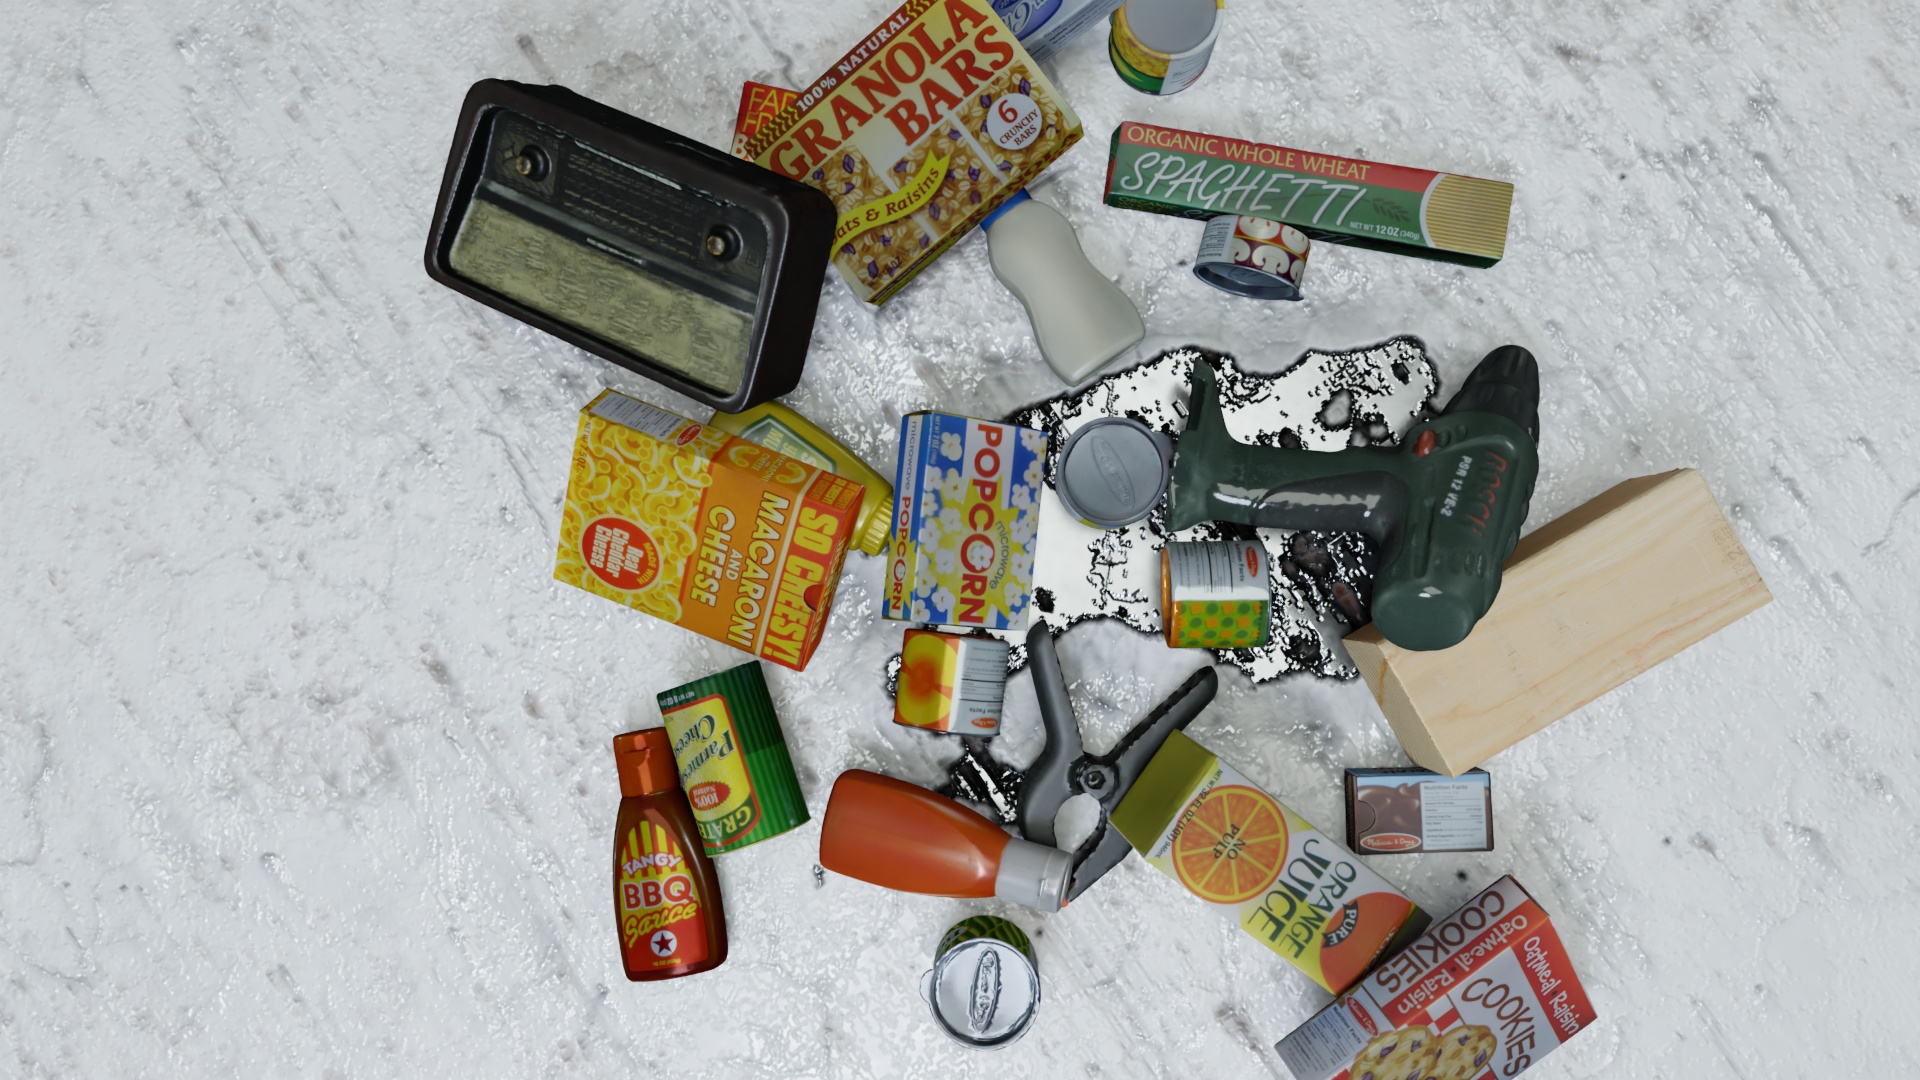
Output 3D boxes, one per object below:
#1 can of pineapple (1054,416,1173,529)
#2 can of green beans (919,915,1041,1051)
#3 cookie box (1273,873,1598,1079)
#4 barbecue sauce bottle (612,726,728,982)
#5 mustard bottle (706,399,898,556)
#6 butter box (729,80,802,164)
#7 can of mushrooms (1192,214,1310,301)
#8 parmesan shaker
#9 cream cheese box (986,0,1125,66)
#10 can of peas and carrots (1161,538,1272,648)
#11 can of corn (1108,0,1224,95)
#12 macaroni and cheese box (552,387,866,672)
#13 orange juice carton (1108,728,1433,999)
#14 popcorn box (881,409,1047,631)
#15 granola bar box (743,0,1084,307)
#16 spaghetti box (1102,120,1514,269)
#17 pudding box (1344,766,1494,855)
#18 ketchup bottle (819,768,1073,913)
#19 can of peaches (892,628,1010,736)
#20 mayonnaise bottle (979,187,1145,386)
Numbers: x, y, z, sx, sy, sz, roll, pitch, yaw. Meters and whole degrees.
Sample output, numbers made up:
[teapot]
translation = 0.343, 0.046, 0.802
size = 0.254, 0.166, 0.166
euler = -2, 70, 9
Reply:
[can of pineapple]
translation = 0.093, -0.040, 0.848
size = 0.071, 0.058, 0.071
euler = 0, 88, 1
[can of green beans]
translation = 0.015, 0.265, 0.836
size = 0.071, 0.058, 0.071
euler = 0, 88, 2
[cookie box]
translation = 0.278, 0.283, 0.806
size = 0.167, 0.040, 0.122
euler = -36, 126, 0
[barbecue sauce bottle]
translation = -0.184, 0.190, 0.853
size = 0.065, 0.043, 0.148
euler = -10, 87, 4
[mustard bottle]
translation = -0.084, -0.032, 0.857
size = 0.160, 0.049, 0.065
euler = 30, 94, 3
[butter box]
translation = -0.092, -0.253, 0.880
size = 0.103, 0.024, 0.053
euler = 13, 89, 2
[can of mushrooms]
translation = 0.180, -0.172, 0.849
size = 0.071, 0.071, 0.033
euler = 15, 87, 2
[parmesan shaker]
translation = -0.140, 0.132, 0.844
size = 0.071, 0.071, 0.103
euler = -19, 87, 1
[cream cheese box]
translation = 0.048, -0.323, 0.851
size = 0.103, 0.024, 0.053
euler = -30, 68, 30
[can of peas and carrots]
translation = 0.153, 0.034, 0.841
size = 0.059, 0.071, 0.071
euler = -1, 88, 2
[can of corn]
translation = 0.125, -0.319, 0.860
size = 0.071, 0.058, 0.071
euler = 0, 88, 1
[macaroni and cheese box]
translation = -0.153, -0.004, 0.833
size = 0.166, 0.040, 0.123
euler = 21, 121, 3
[orange juice carton]
translation = 0.189, 0.199, 0.817
size = 0.192, 0.073, 0.072
euler = 37, 88, -11
[popcorn box]
translation = 0.003, -0.011, 0.841
size = 0.085, 0.038, 0.126
euler = 8, 87, -32
[granola bar box]
translation = -0.028, -0.241, 0.834
size = 0.165, 0.039, 0.124
euler = -38, 87, 9
[spaghetti box]
translation = 0.215, -0.216, 0.868
size = 0.250, 0.028, 0.050
euler = 10, 87, 2
[pudding box]
translation = 0.279, 0.164, 0.848
size = 0.084, 0.030, 0.049
euler = -2, 89, 2
[ketchup bottle]
translation = -0.009, 0.185, 0.832
size = 0.149, 0.043, 0.064
euler = 13, 97, 16
[can of peaches]
translation = -0.007, 0.085, 0.842
size = 0.071, 0.071, 0.058
euler = 7, 88, 2
[mayonnaise bottle]
translation = 0.051, -0.172, 0.865
size = 0.065, 0.041, 0.148
euler = -34, 86, 0
